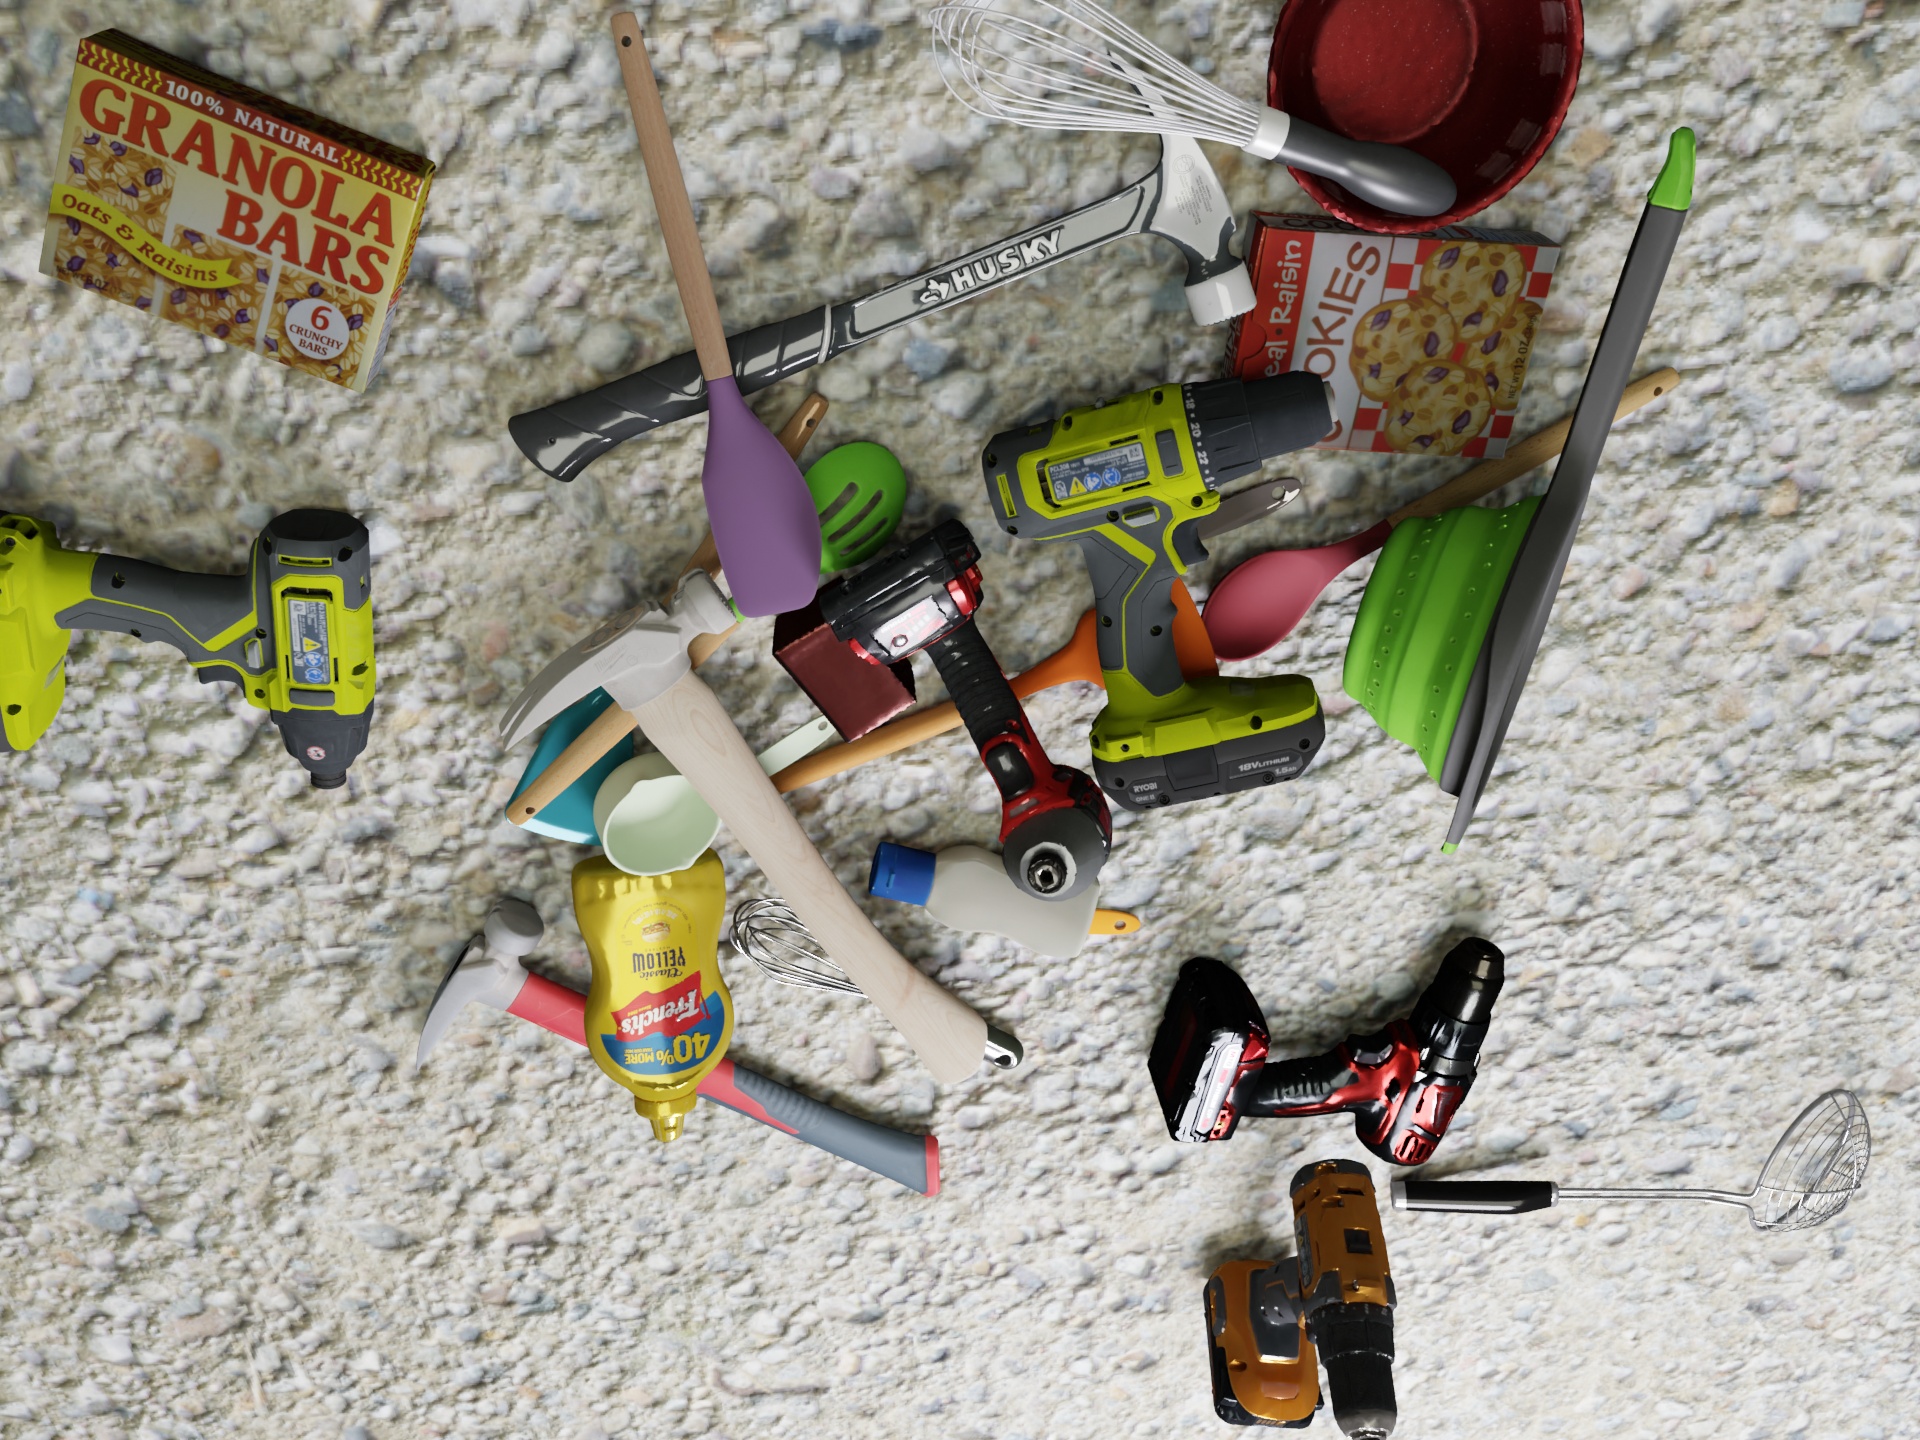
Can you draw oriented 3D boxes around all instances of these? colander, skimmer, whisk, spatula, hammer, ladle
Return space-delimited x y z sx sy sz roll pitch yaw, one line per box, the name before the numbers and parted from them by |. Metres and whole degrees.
colander | 0.292 -0.124 0.872 0.094 0.204 0.396 20 118 20
skimmer | 0.518 0.346 1.237 0.363 0.090 0.127 -3 123 8
whisk | 0.118 -0.295 0.769 0.284 0.070 0.070 12 117 -18
spatula | -0.166 -0.058 0.945 0.082 0.044 0.317 20 116 -40
hammer | -0.057 -0.221 0.860 0.409 0.036 0.149 -19 106 9
hammer | -0.185 0.262 1.125 0.386 0.038 0.143 30 114 -19
hammer | -0.106 0.100 0.980 0.146 0.038 0.410 -34 122 -1
spatula | -0.132 -0.208 0.842 0.060 0.018 0.315 -13 107 5
ladle | 0.282 -0.128 0.954 0.315 0.031 0.069 -29 130 9
whisk | -0.053 0.186 1.090 0.246 0.059 0.057 31 123 -25
spatula | -0.002 -0.003 0.991 0.322 0.041 0.081 -22 106 9

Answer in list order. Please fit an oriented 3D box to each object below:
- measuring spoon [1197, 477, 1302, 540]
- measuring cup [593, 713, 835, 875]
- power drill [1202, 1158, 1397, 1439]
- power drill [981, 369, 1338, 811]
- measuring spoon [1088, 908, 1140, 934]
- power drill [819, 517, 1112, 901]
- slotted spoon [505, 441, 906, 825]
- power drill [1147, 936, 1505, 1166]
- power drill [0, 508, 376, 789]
measuring spoon | 0.146 -0.121 0.956 0.124 0.018 0.034 -22 119 0
measuring cup | -0.151 0.031 0.987 0.167 0.038 0.083 -32 135 -12
power drill | 0.251 0.448 1.154 0.084 0.186 0.226 8 139 -9
power drill | 0.132 -0.077 0.896 0.190 0.080 0.228 -12 107 14
measuring spoon | 0.067 0.140 1.093 0.117 0.011 0.021 3 119 -7
power drill | 0.014 0.001 0.906 0.078 0.143 0.219 -29 96 13
slotted spoon | -0.151 -0.044 0.930 0.314 0.031 0.070 -42 128 7
power drill | 0.264 0.225 1.123 0.226 0.080 0.187 8 118 -13
power drill | -0.455 -0.040 0.914 0.223 0.080 0.171 4 119 -10
